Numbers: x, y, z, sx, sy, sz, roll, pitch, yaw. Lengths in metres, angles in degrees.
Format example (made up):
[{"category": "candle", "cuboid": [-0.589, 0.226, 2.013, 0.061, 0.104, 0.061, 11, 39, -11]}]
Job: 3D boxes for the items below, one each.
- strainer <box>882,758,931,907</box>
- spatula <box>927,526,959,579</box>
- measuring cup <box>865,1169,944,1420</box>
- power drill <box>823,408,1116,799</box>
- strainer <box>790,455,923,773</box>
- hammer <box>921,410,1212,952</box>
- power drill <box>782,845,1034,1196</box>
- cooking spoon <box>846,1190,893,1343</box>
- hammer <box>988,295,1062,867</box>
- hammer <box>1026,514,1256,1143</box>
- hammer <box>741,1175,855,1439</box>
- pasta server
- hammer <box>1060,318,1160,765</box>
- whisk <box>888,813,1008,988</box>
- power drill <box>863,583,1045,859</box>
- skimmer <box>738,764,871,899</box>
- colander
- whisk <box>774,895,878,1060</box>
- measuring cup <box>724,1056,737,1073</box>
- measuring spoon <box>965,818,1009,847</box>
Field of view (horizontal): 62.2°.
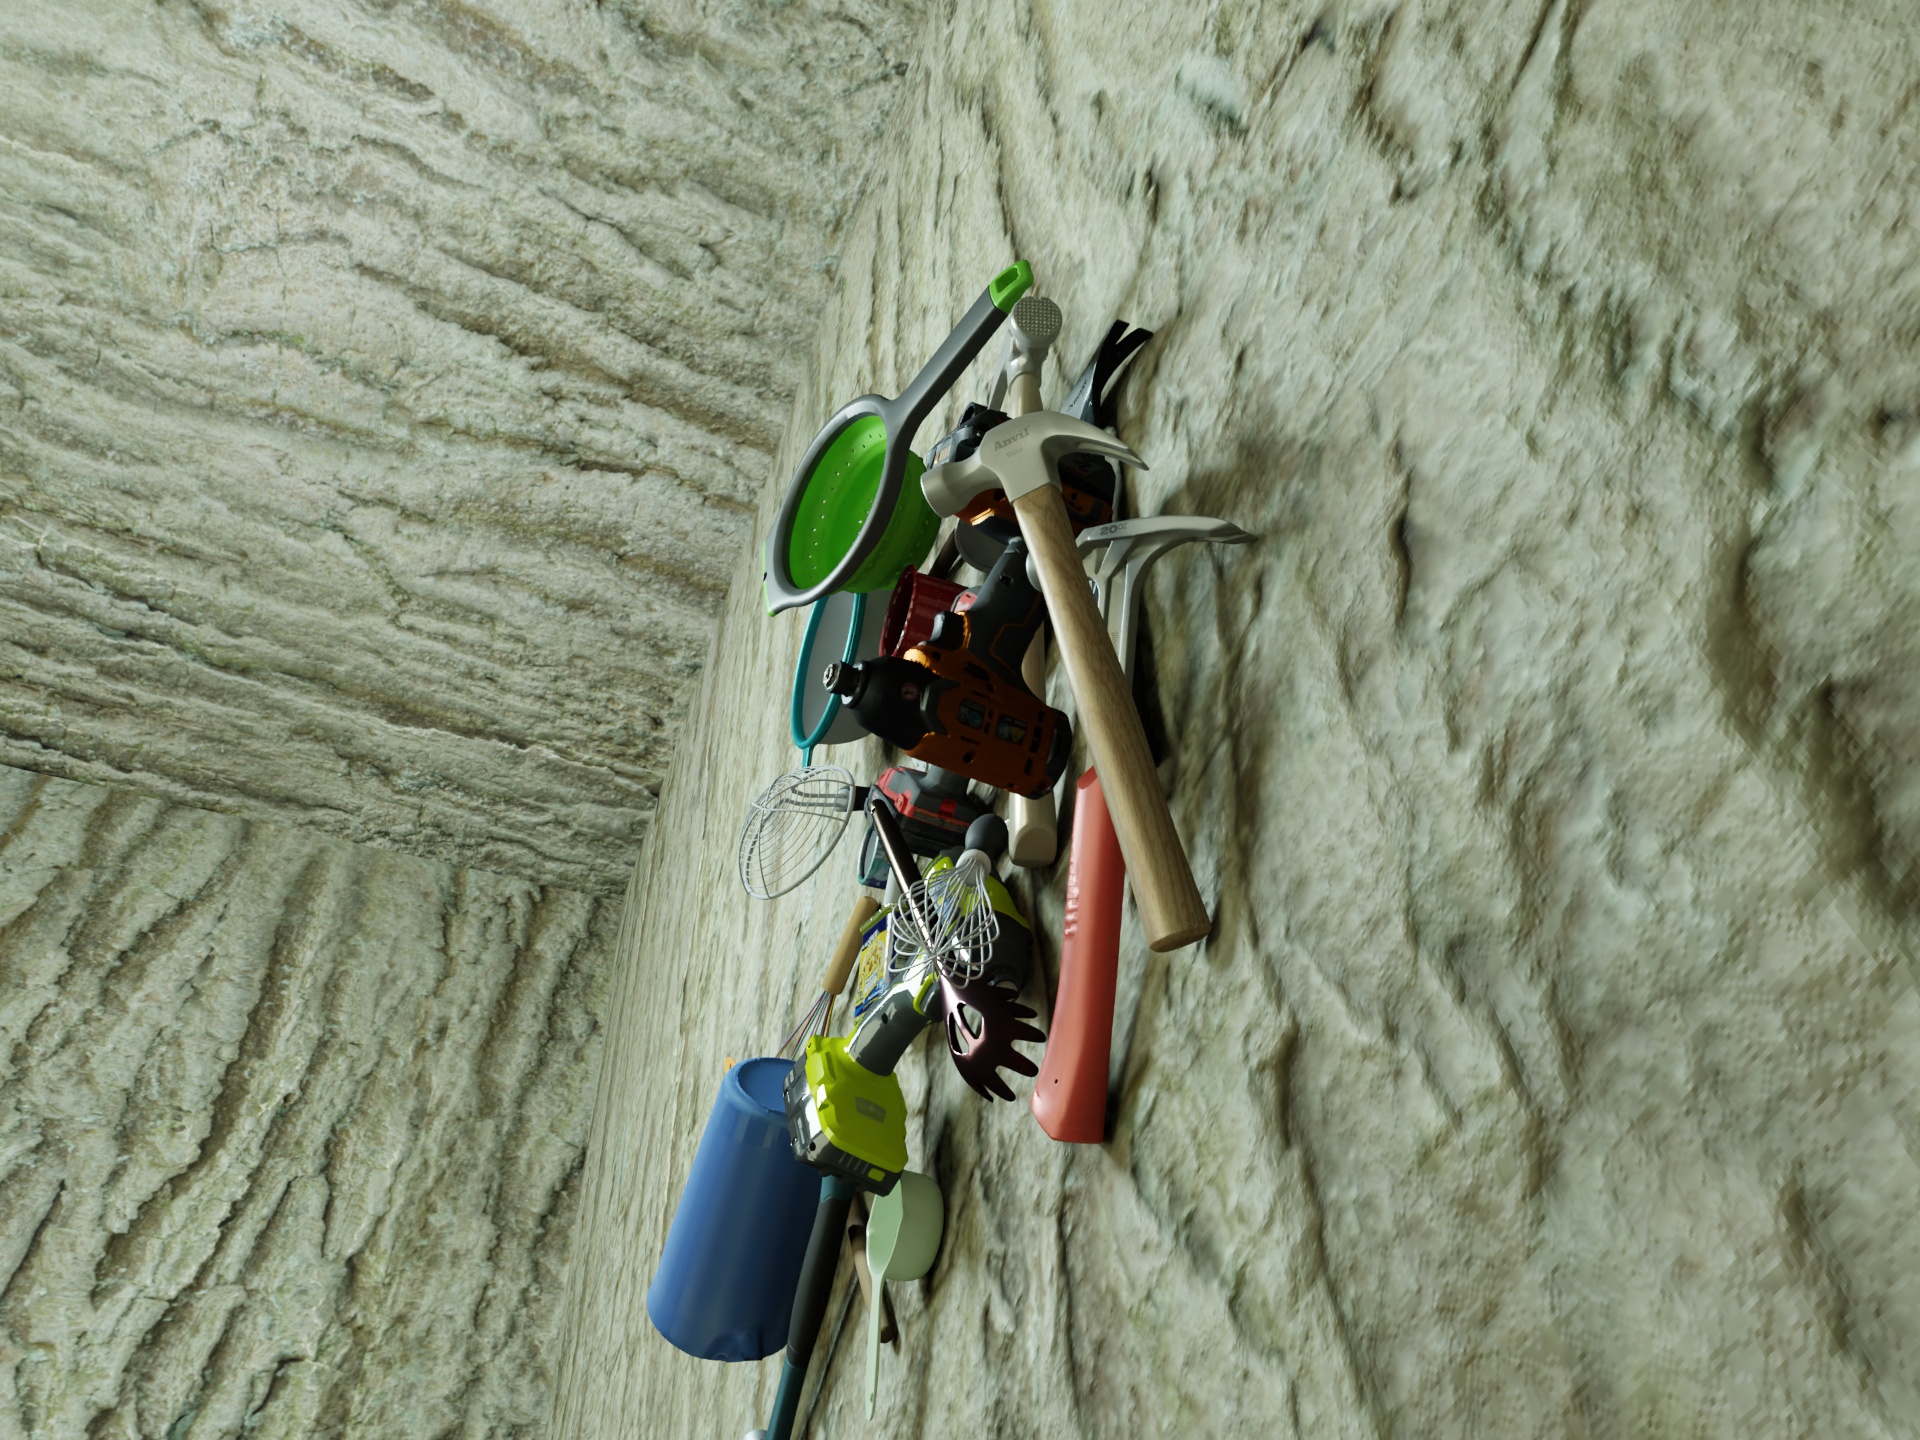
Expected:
[{"category": "strainer", "cuboid": [-0.042, 0.068, 1.426, 0.087, 0.050, 0.258, 7, 85, 60]}, {"category": "spatula", "cuboid": [0.007, -0.179, 1.481, 0.018, 0.060, 0.316, -51, 1, -23]}, {"category": "measuring cup", "cuboid": [-0.041, 0.400, 1.111, 0.083, 0.038, 0.168, 131, 148, -58]}, {"category": "power drill", "cuboid": [0.008, -0.079, 1.026, 0.084, 0.164, 0.227, -19, 55, 62]}, {"category": "strainer", "cuboid": [-0.075, -0.112, 1.608, 0.211, 0.095, 0.340, -101, 32, -53]}, {"category": "hammer", "cuboid": [0.076, -0.031, 0.896, 0.130, 0.031, 0.332, -26, 66, 21]}, {"category": "power drill", "cuboid": [-0.032, 0.215, 1.121, 0.223, 0.080, 0.171, -57, 20, 11]}, {"category": "cooking spoon", "cuboid": [-0.086, 0.405, 1.297, 0.319, 0.017, 0.068, -128, 49, -72]}, {"category": "hammer", "cuboid": [0.047, -0.094, 1.162, 0.146, 0.038, 0.411, 112, 159, -71]}, {"category": "hammer", "cuboid": [0.089, 0.060, 0.918, 0.149, 0.036, 0.359, -3, 77, 42]}, {"category": "hammer", "cuboid": [-0.129, 0.502, 1.288, 0.128, 0.033, 0.331, -127, 48, -70]}, {"category": "pasta server", "cuboid": [-0.017, 0.138, 1.067, 0.060, 0.040, 0.316, -51, 29, 12]}, {"category": "hammer", "cuboid": [0.103, -0.120, 1.096, 0.409, 0.036, 0.149, -91, 23, -45]}, {"category": "whisk", "cuboid": [0.005, 0.105, 1.036, 0.284, 0.070, 0.070, -54, -17, -75]}, {"category": "power drill", "cuboid": [-0.002, -0.004, 1.286, 0.143, 0.078, 0.219, -139, 67, -73]}, {"category": "skimmer", "cuboid": [-0.105, 0.093, 1.415, 0.127, 0.090, 0.363, -46, -11, 7]}, {"category": "colander", "cuboid": [-0.034, -0.233, 1.397, 0.397, 0.094, 0.205, -46, 37, 33]}, {"category": "whisk", "cuboid": [-0.129, 0.280, 1.539, 0.047, 0.051, 0.245, 34, 107, 39]}, {"category": "measuring cup", "cuboid": [-0.175, 0.363, 1.516, 0.174, 0.052, 0.095, 28, 106, 59]}, {"category": "measuring spoon", "cuboid": [0.037, 0.087, 1.179, 0.124, 0.018, 0.034, -29, 52, 60]}]
